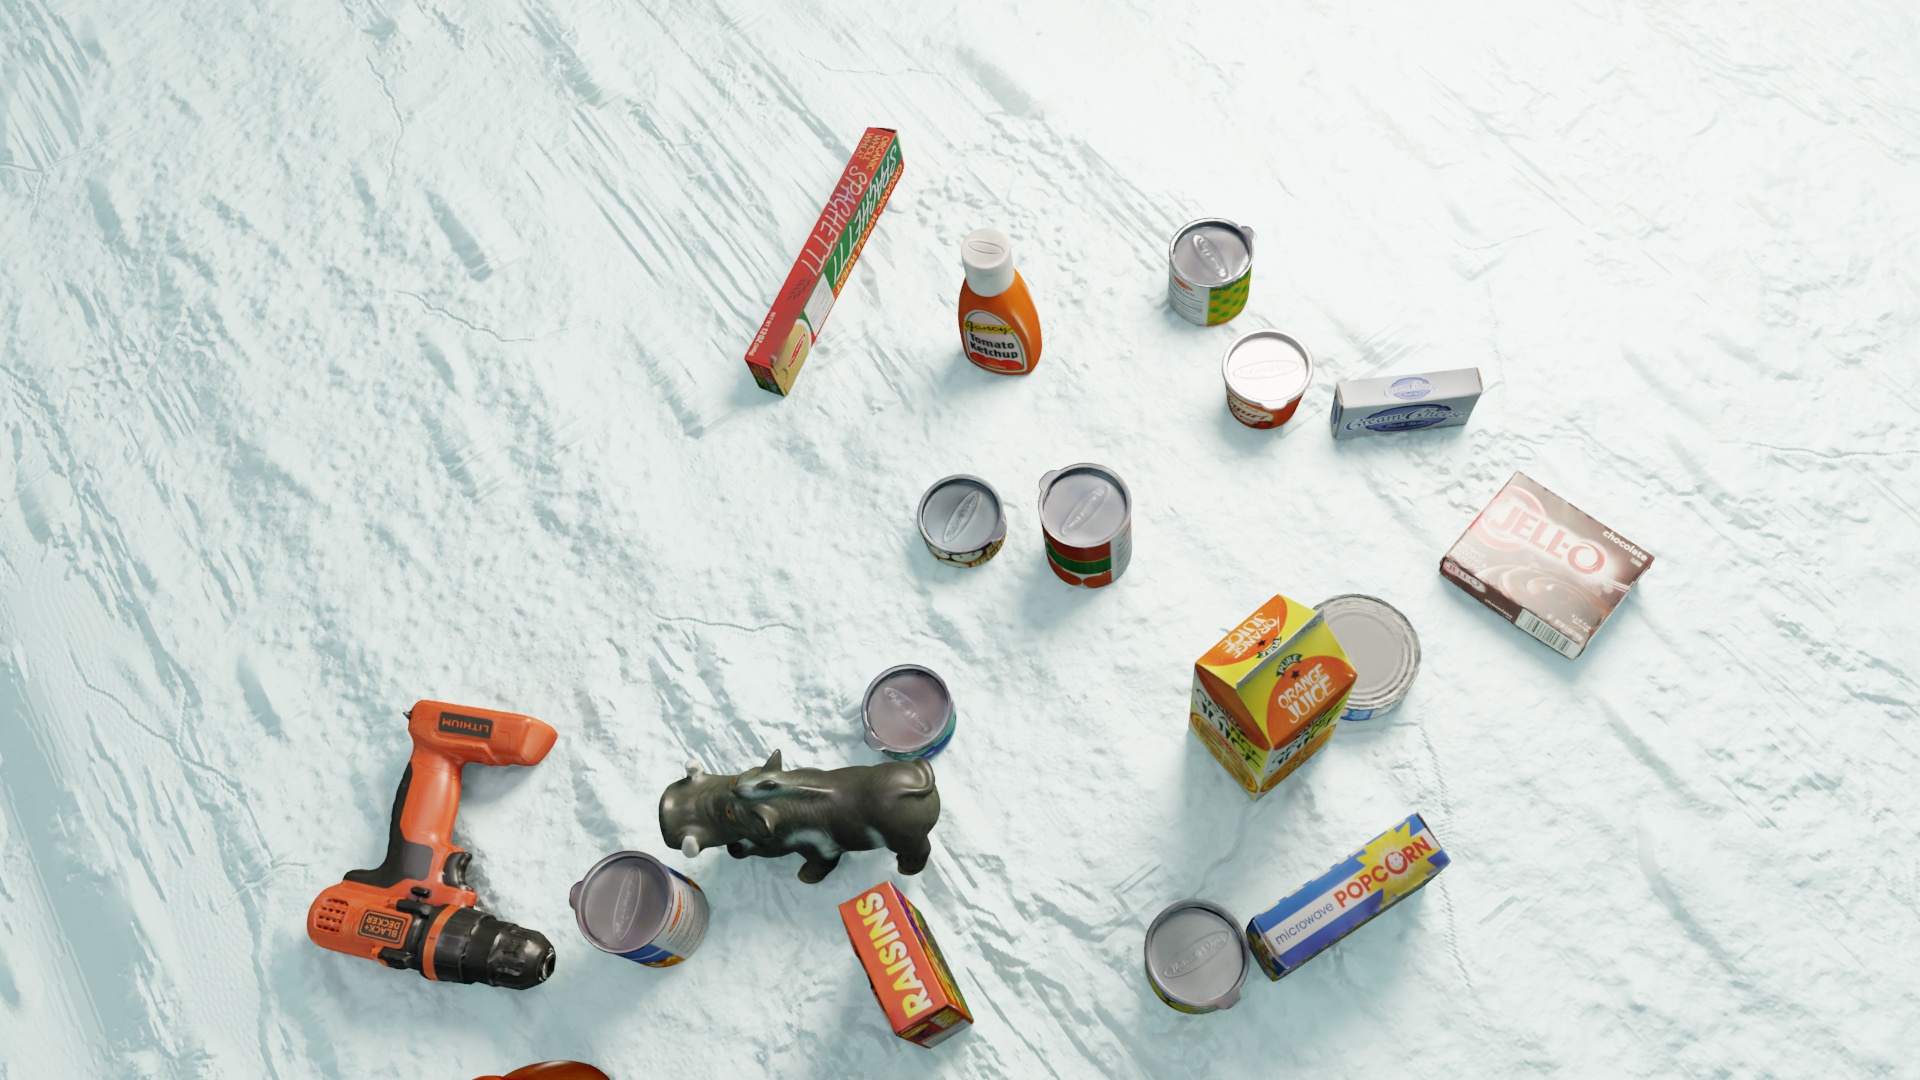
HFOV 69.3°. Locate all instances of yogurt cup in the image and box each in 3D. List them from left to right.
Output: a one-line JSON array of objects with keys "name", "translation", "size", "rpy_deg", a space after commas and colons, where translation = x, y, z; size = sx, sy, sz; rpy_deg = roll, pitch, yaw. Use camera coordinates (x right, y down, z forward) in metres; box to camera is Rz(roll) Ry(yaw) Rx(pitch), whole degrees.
[{"name": "yogurt cup", "translation": [0.233, -0.121, 1.063], "size": [0.072, 0.053, 0.072], "rpy_deg": [-3, 66, 6]}]

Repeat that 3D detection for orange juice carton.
[{"name": "orange juice carton", "translation": [0.198, 0.099, 0.892], "size": [0.072, 0.192, 0.073], "rpy_deg": [-37, 67, -9]}]

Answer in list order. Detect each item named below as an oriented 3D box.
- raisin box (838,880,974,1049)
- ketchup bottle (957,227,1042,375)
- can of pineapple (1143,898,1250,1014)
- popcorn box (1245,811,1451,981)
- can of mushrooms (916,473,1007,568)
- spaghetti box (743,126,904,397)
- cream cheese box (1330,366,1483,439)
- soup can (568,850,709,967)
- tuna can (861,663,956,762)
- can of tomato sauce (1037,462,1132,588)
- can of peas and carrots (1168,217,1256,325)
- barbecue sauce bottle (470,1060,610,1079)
[{"name": "raisin box", "translation": [-0.034, 0.271, 0.883], "size": [0.040, 0.123, 0.086], "rpy_deg": [-27, 66, -5]}, {"name": "ketchup bottle", "translation": [0.027, -0.182, 1.066], "size": [0.065, 0.148, 0.044], "rpy_deg": [14, 69, 13]}, {"name": "can of pineapple", "translation": [0.152, 0.271, 0.895], "size": [0.071, 0.057, 0.071], "rpy_deg": [-3, 66, 6]}, {"name": "popcorn box", "translation": [0.244, 0.229, 0.887], "size": [0.127, 0.085, 0.038], "rpy_deg": [-31, 66, -7]}, {"name": "can of mushrooms", "translation": [0.004, -0.013, 1.056], "size": [0.071, 0.033, 0.071], "rpy_deg": [-3, 66, 6]}, {"name": "spaghetti box", "translation": [-0.110, -0.237, 1.163], "size": [0.029, 0.050, 0.251], "rpy_deg": [18, 70, 15]}, {"name": "cream cheese box", "translation": [0.333, -0.102, 1.042], "size": [0.104, 0.053, 0.024], "rpy_deg": [-6, 66, 5]}, {"name": "soup can", "translation": [-0.215, 0.250, 0.938], "size": [0.071, 0.083, 0.071], "rpy_deg": [-3, 66, 6]}, {"name": "tuna can", "translation": [-0.038, 0.127, 0.999], "size": [0.071, 0.032, 0.071], "rpy_deg": [-3, 66, 6]}, {"name": "can of tomato sauce", "translation": [0.091, -0.010, 1.016], "size": [0.071, 0.082, 0.071], "rpy_deg": [-3, 66, 6]}, {"name": "can of peas and carrots", "translation": [0.201, -0.215, 1.107], "size": [0.071, 0.058, 0.071], "rpy_deg": [-3, 66, 6]}, {"name": "barbecue sauce bottle", "translation": [-0.266, 0.354, 0.862], "size": [0.044, 0.148, 0.065], "rpy_deg": [28, 73, 18]}]
